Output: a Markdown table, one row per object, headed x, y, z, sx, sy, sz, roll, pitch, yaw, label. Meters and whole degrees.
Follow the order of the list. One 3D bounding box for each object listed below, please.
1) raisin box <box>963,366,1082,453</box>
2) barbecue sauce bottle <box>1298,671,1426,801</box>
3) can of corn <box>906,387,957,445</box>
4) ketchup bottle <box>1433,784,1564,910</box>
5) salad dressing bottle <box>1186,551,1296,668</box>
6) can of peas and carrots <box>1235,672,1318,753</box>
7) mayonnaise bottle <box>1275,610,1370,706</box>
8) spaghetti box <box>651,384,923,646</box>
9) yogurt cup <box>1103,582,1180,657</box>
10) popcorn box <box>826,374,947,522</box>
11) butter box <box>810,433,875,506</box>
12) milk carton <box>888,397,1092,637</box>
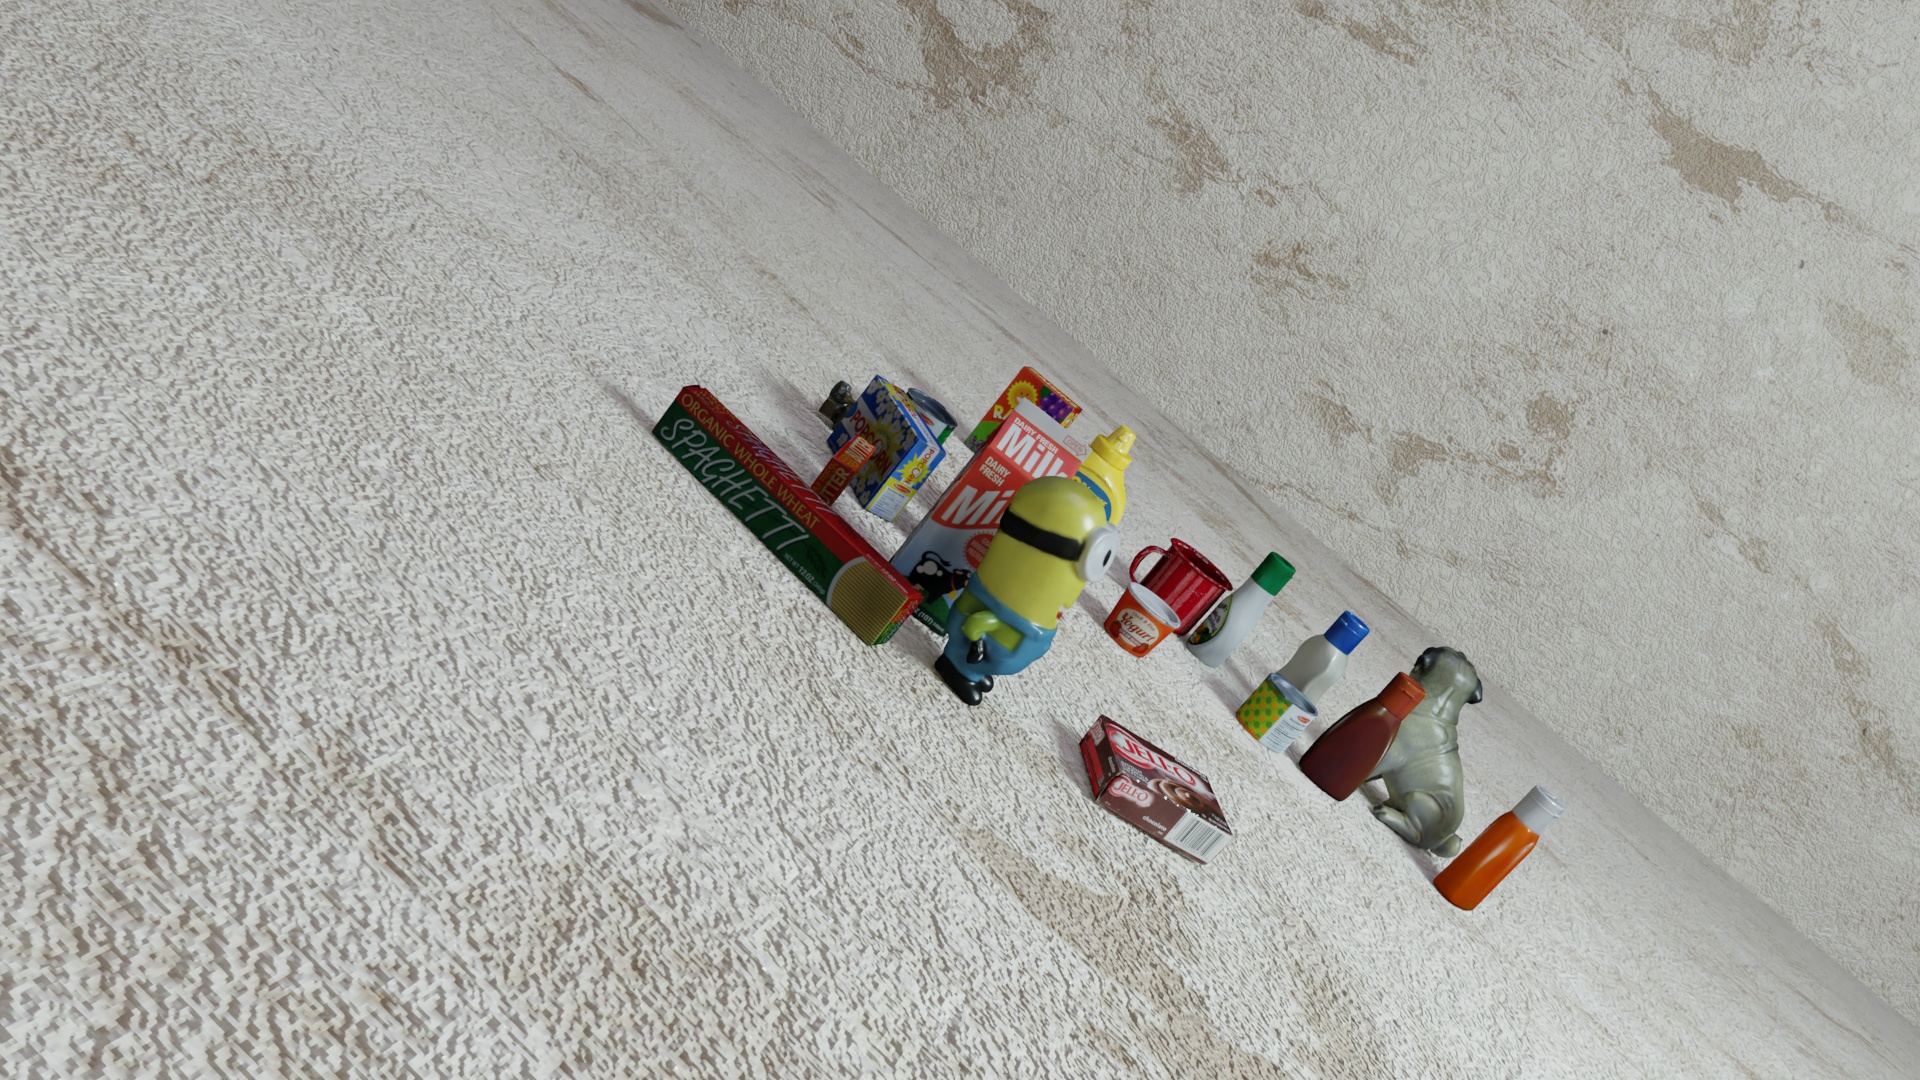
| x | y | z | sx | sy | sz | roll | pitch | yaw | label |
| --- | --- | --- | --- | --- | --- | --- | --- | --- | --- |
| 0.076 | -0.139 | 1.695 | 0.086 | 0.123 | 0.040 | 42 | 16 | 14 | raisin box |
| 0.430 | 0.204 | 1.472 | 0.065 | 0.148 | 0.044 | 40 | 15 | 4 | barbecue sauce bottle |
| -0.046 | -0.122 | 1.499 | 0.071 | 0.058 | 0.071 | 35 | 16 | -11 | can of corn |
| 0.561 | 0.319 | 1.442 | 0.064 | 0.148 | 0.044 | 24 | 21 | -42 | ketchup bottle |
| 0.321 | 0.078 | 1.586 | 0.044 | 0.147 | 0.064 | 35 | 16 | -11 | salad dressing bottle |
| 0.338 | 0.184 | 1.491 | 0.071 | 0.058 | 0.071 | 35 | 16 | -11 | can of peas and carrots |
| 0.402 | 0.145 | 1.575 | 0.041 | 0.147 | 0.065 | 27 | 19 | -37 | mayonnaise bottle |
| -0.134 | -0.022 | 1.042 | 0.250 | 0.050 | 0.029 | 43 | 16 | 15 | spaghetti box |
| 0.186 | 0.084 | 1.443 | 0.072 | 0.053 | 0.072 | 35 | 16 | -11 | yogurt cup |
| -0.071 | -0.087 | 1.296 | 0.038 | 0.085 | 0.127 | 27 | 19 | -36 | popcorn box |
| -0.105 | -0.057 | 1.197 | 0.024 | 0.053 | 0.104 | 37 | 16 | -4 | butter box |
| 0.020 | -0.022 | 1.121 | 0.072 | 0.190 | 0.074 | 37 | 15 | -5 | milk carton |
